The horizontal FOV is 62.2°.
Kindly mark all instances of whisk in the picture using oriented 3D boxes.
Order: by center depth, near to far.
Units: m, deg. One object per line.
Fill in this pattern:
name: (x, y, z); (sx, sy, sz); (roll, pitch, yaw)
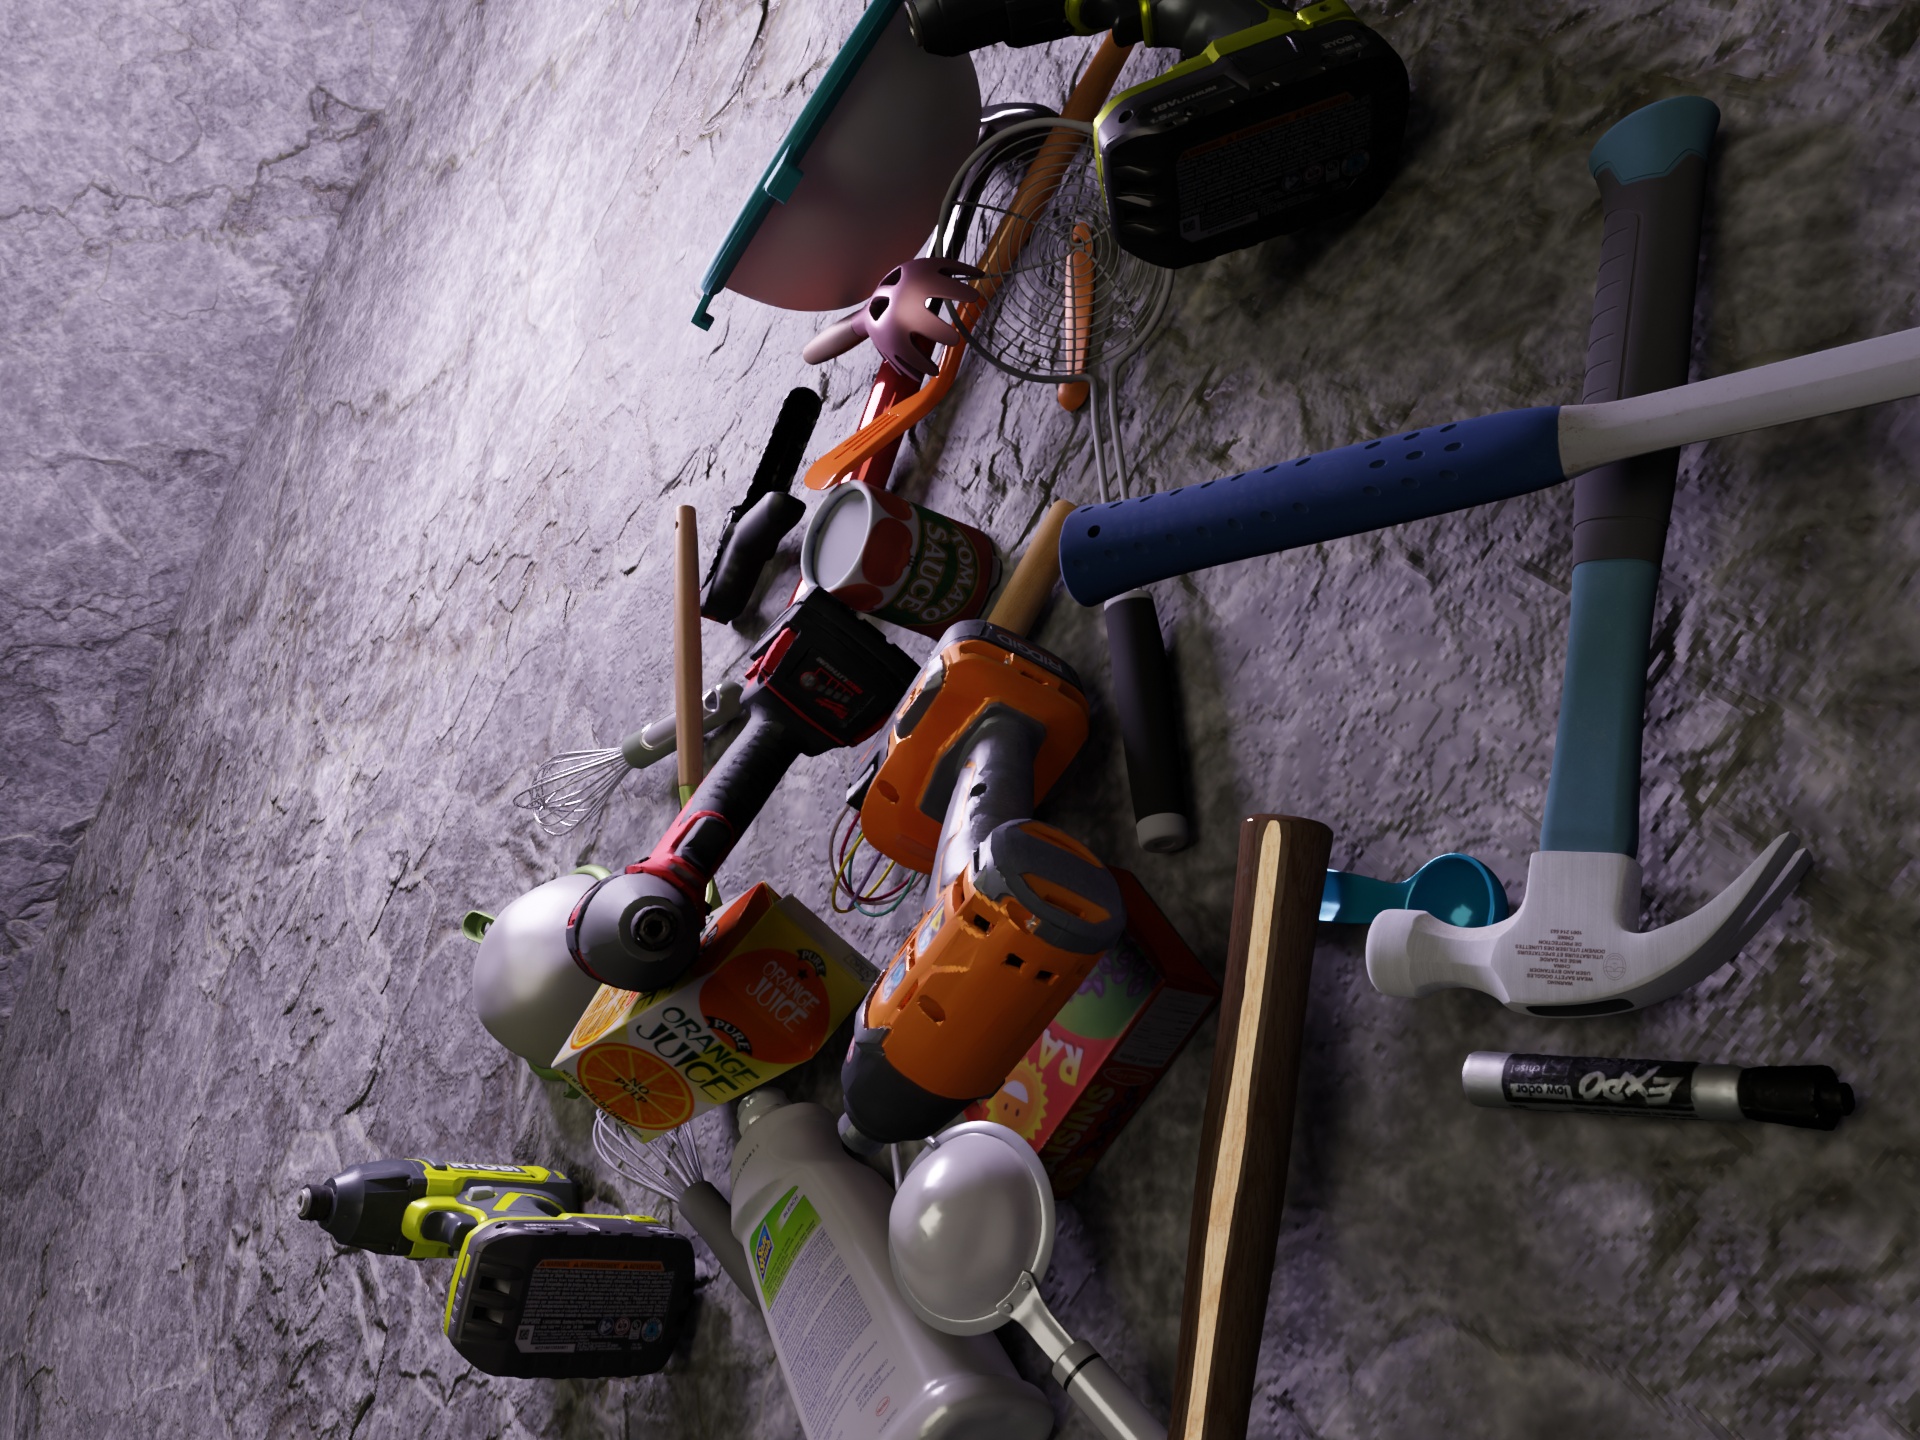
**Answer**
whisk: (-0.002, -0.003, 0.815); (0.245, 0.047, 0.051); (-61, 36, 9)
whisk: (-0.143, 0.265, 0.882); (0.239, 0.055, 0.055); (28, 98, 48)
whisk: (-0.228, 0.024, 1.093); (0.246, 0.059, 0.058); (-26, 67, 39)

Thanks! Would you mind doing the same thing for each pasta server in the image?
pasta server: (-0.051, -0.214, 0.883); (0.060, 0.040, 0.316); (-65, 16, 1)

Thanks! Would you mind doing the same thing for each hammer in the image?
hammer: (0.210, -0.098, 0.521); (0.405, 0.035, 0.144); (-9, 66, 37)
hammer: (0.223, -0.064, 0.542); (0.128, 0.033, 0.331); (0, 71, 38)
hammer: (0.099, 0.196, 0.569); (0.130, 0.031, 0.331); (4, 74, 27)
hammer: (-0.036, -0.189, 0.945); (0.149, 0.036, 0.359); (21, 91, 54)

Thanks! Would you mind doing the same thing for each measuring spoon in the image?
measuring spoon: (0.159, 0.070, 0.602); (0.129, 0.021, 0.042); (-1, 74, 62)
measuring spoon: (0.060, -0.219, 0.852); (0.021, 0.011, 0.117); (-19, 60, 47)

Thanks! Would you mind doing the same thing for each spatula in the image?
spatula: (0.013, -0.258, 0.865); (0.322, 0.041, 0.081); (-60, 18, 5)

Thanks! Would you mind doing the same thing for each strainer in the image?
strainer: (0.040, 0.244, 0.620); (0.259, 0.050, 0.087); (40, 97, 36)
strainer: (-0.023, -0.358, 0.910); (0.340, 0.095, 0.211); (-61, 15, -18)
strainer: (-0.324, 0.163, 1.135); (0.256, 0.069, 0.151); (8, 81, 52)

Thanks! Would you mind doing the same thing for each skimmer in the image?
skimmer: (0.058, -0.118, 0.745); (0.127, 0.090, 0.364); (-19, 60, 27)

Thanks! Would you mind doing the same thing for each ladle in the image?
ladle: (-0.179, 0.015, 0.988); (0.078, 0.062, 0.320); (-24, 65, 53)

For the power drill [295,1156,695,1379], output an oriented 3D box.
power drill: (-0.271, 0.306, 0.924); (0.223, 0.171, 0.080); (2, 78, 49)

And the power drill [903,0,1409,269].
power drill: (0.087, -0.316, 0.742); (0.190, 0.080, 0.229); (-20, 54, 0)

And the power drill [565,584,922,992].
power drill: (-0.117, 0.043, 0.817); (0.220, 0.078, 0.143); (-54, 10, -17)

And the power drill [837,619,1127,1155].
power drill: (-0.003, 0.071, 0.691); (0.164, 0.084, 0.227); (-56, 18, 26)
